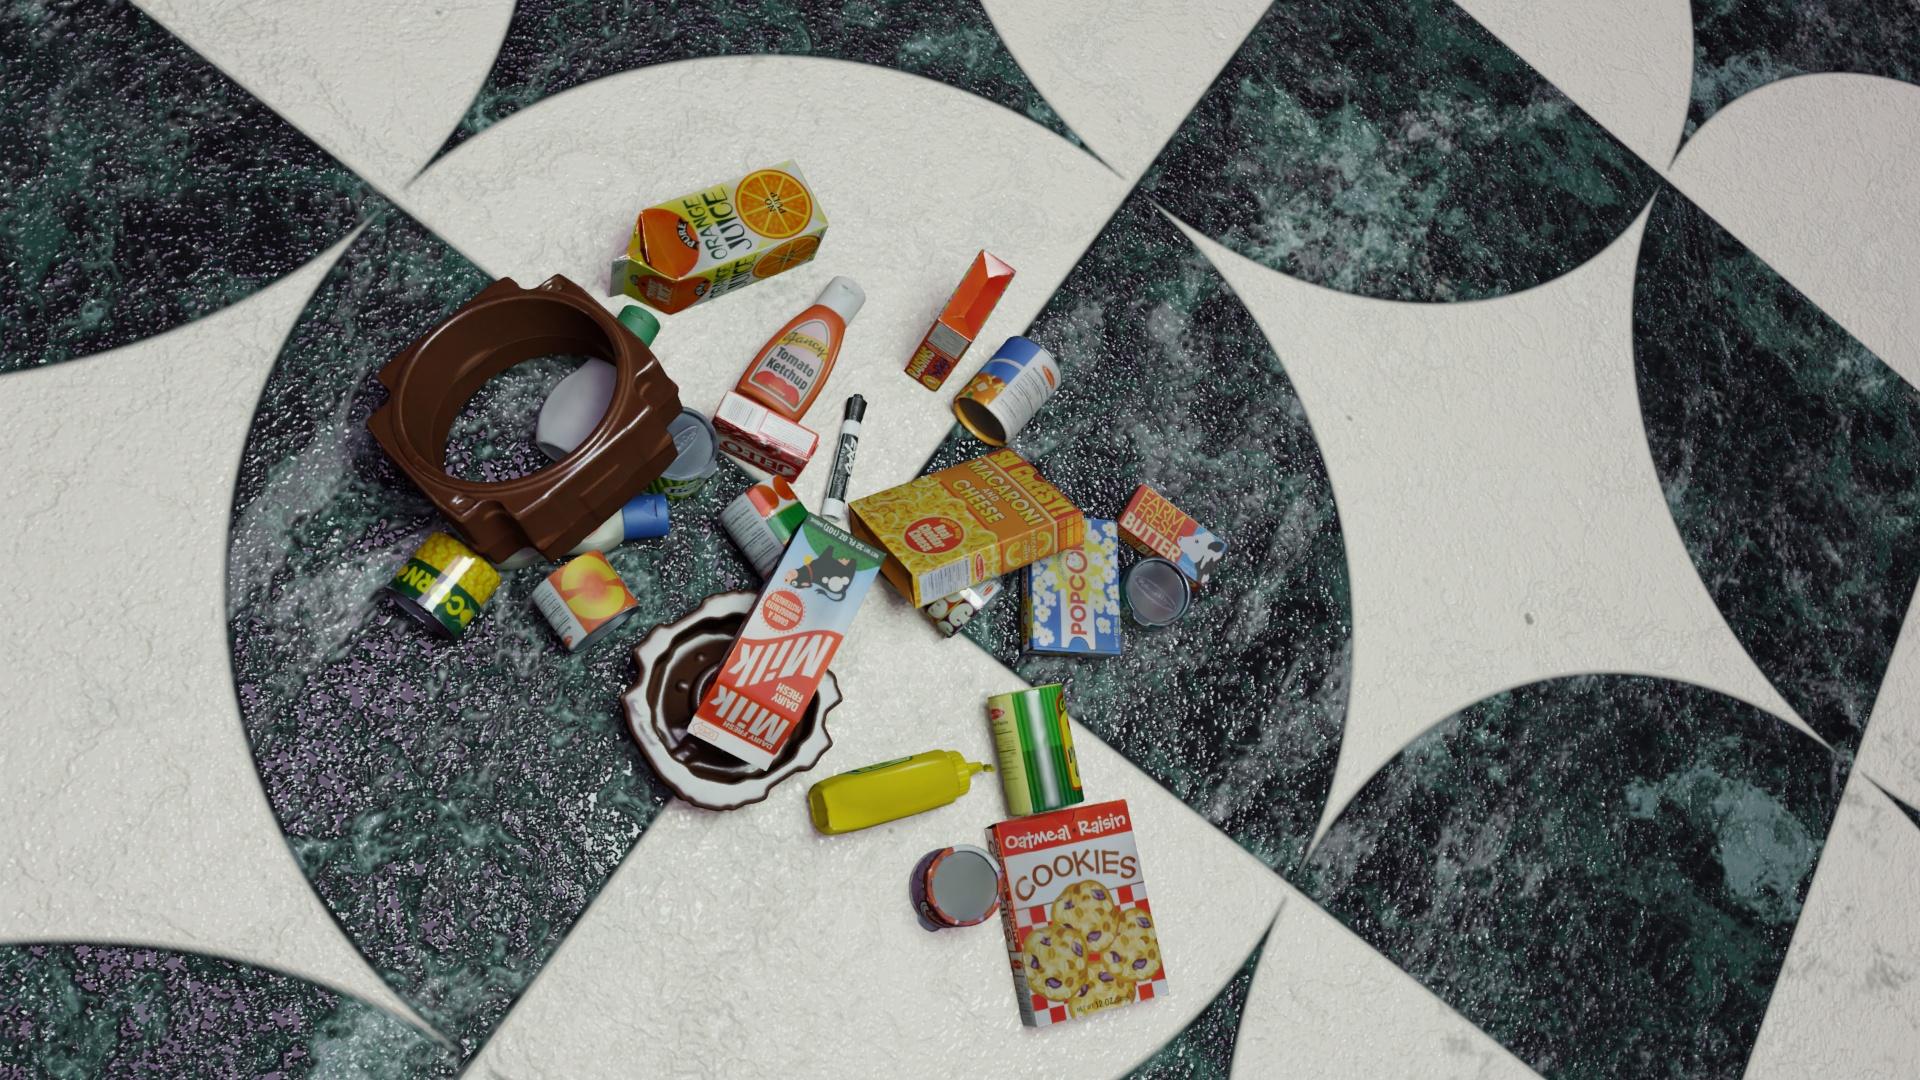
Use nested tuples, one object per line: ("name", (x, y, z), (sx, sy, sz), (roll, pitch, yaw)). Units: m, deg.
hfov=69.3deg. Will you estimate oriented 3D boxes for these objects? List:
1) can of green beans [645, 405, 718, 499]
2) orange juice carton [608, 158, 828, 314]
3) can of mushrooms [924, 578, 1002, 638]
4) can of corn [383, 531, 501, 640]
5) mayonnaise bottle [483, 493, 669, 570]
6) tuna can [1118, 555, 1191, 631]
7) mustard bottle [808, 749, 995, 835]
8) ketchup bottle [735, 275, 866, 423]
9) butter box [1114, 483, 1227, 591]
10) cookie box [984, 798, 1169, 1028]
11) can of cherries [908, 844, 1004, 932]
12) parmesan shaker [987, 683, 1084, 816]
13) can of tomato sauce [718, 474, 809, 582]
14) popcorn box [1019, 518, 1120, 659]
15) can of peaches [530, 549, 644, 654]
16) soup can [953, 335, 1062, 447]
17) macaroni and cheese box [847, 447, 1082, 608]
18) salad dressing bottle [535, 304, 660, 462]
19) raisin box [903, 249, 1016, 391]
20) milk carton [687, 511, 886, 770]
("can of green beans", (-0.241, -0.073, 1.173), (0.071, 0.057, 0.071), (5, 73, -17))
("orange juice carton", (-0.221, -0.262, 1.227), (0.193, 0.071, 0.073), (-26, 83, -23))
("can of mushrooms", (0.001, 0.053, 1.213), (0.033, 0.071, 0.071), (46, 67, -2))
("can of corn", (-0.402, 0.034, 1.083), (0.071, 0.071, 0.058), (36, 67, -5))
("mayonnaise bottle", (-0.316, -0.014, 1.140), (0.148, 0.041, 0.065), (-7, 72, -19))
("tuna can", (0.176, 0.052, 1.286), (0.071, 0.032, 0.071), (5, 73, -17))
("mustard bottle", (-0.044, 0.204, 1.156), (0.161, 0.065, 0.049), (-11, 84, -26))
("ketchup bottle", (-0.137, -0.172, 1.244), (0.065, 0.043, 0.149), (34, 67, -6))
("butter box", (0.197, -0.003, 1.313), (0.103, 0.024, 0.053), (36, 67, -6))
("cookie box", (0.098, 0.313, 1.180), (0.123, 0.040, 0.167), (-7, 77, -20))
("can of cherries", (-0.004, 0.288, 1.145), (0.071, 0.058, 0.071), (5, 73, -17))
("parmesan shaker", (0.065, 0.180, 1.195), (0.071, 0.071, 0.103), (-8, 81, -20))
("can of tomato sauce", (-0.154, -0.005, 1.178), (0.071, 0.071, 0.083), (-36, 87, -23))
("popcorn box", (0.098, 0.042, 1.261), (0.085, 0.038, 0.127), (5, 73, -18))
("can of peaches", (-0.299, 0.048, 1.116), (0.071, 0.071, 0.058), (-36, 88, -23))
("soup can", (0.041, -0.138, 1.282), (0.071, 0.071, 0.084), (42, 68, -3))
("macaroni and cheese box", (0.004, -0.015, 1.208), (0.167, 0.040, 0.124), (-21, 40, -22))
("salad dressing bottle", (-0.304, -0.132, 1.178), (0.064, 0.043, 0.148), (24, 67, 2))
("raisin box", (-0.001, -0.196, 1.251), (0.040, 0.123, 0.086), (32, 68, -7))
("milk carton", (-0.138, 0.080, 1.089), (0.072, 0.073, 0.191), (29, 75, -9))
